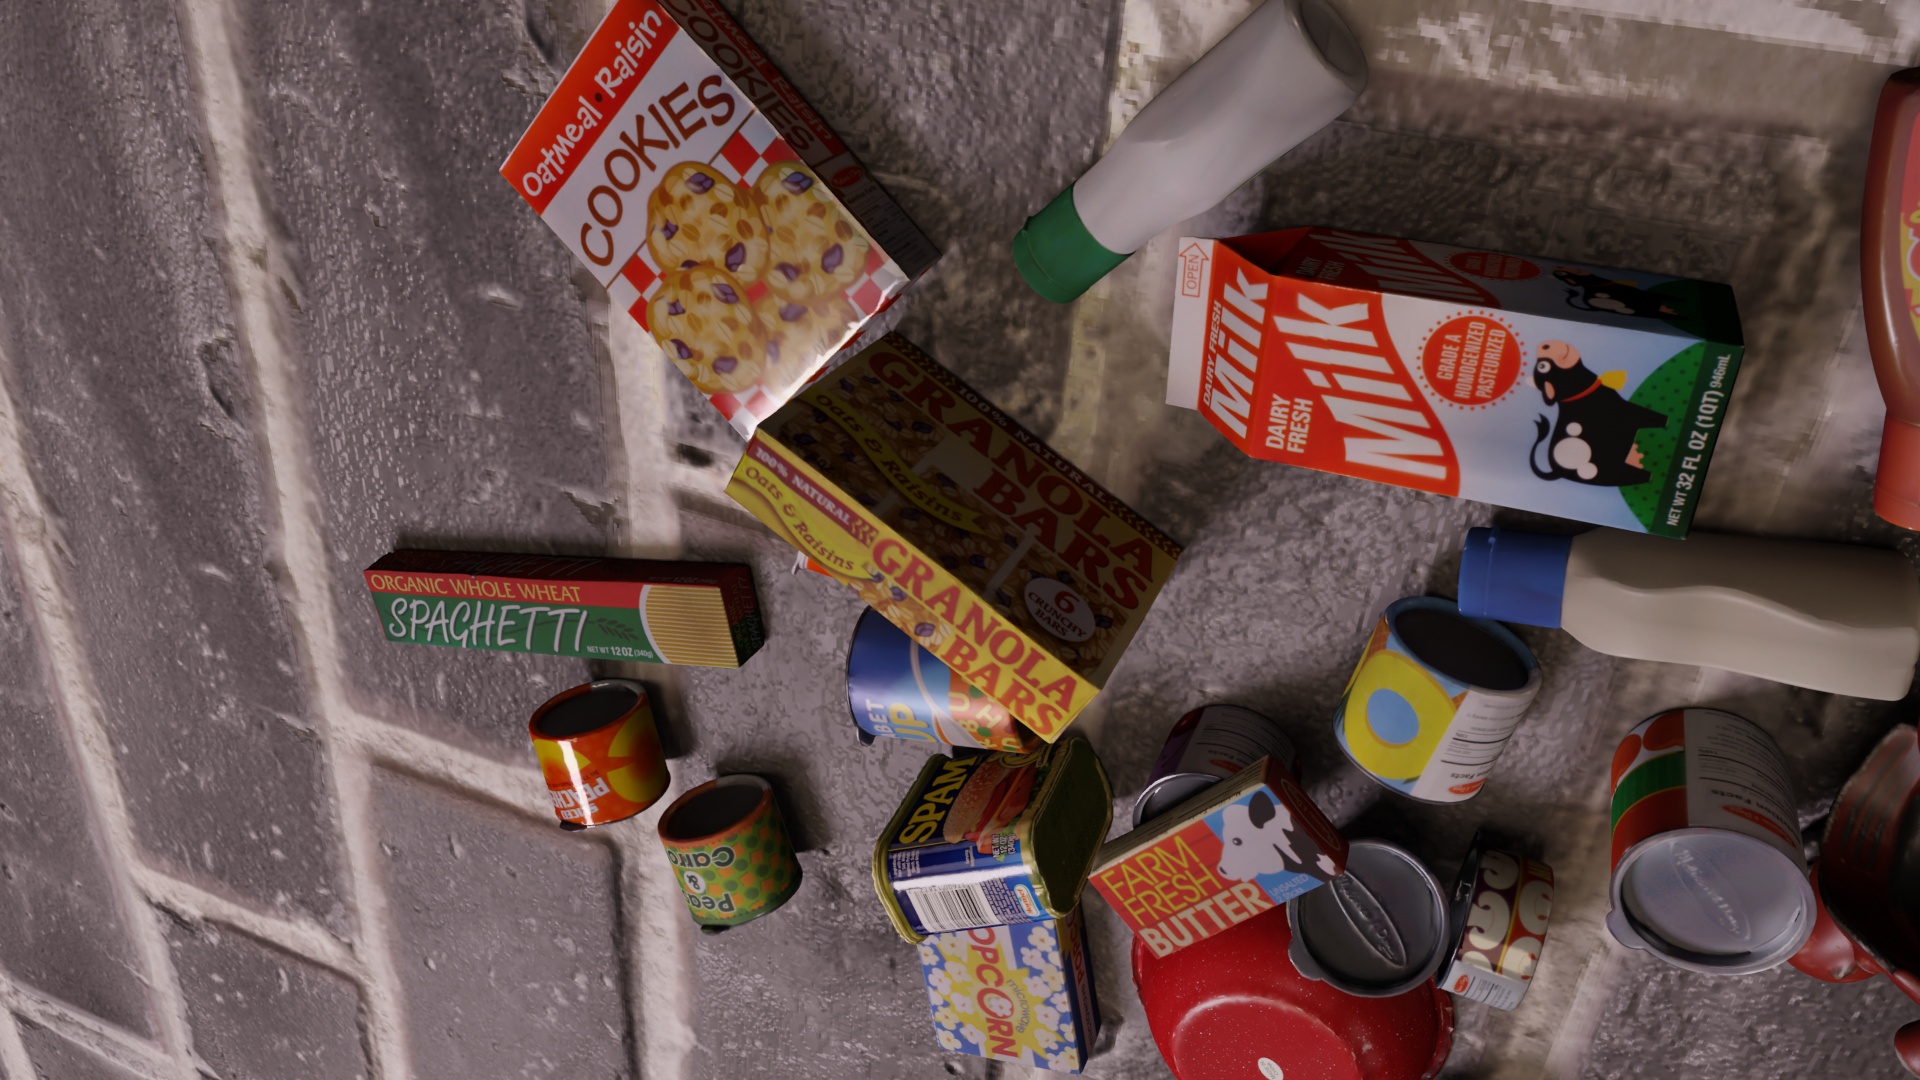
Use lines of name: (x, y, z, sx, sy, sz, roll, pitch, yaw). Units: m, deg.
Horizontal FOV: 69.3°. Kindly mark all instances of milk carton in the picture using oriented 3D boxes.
milk carton: (0.170, -0.065, 0.506, 0.191, 0.074, 0.072, 12, 120, 19)

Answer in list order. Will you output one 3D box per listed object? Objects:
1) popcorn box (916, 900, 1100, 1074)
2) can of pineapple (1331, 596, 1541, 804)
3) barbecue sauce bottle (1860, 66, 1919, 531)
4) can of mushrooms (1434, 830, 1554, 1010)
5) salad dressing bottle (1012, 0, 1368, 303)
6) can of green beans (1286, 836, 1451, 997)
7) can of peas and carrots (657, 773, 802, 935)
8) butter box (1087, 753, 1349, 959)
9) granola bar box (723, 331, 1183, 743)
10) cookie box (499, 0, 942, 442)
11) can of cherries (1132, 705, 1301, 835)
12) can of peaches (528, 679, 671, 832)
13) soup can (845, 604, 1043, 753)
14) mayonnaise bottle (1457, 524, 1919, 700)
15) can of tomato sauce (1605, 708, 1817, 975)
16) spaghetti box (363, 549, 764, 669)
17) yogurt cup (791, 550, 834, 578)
popcorn box: (0.023, 0.220, 0.742, 0.085, 0.038, 0.126, 2, 116, 25)
can of pineapple: (0.192, 0.063, 0.567, 0.071, 0.071, 0.057, 24, 122, 12)
barbecue sauce bottle: (0.324, -0.076, 0.447, 0.065, 0.044, 0.148, 2, 116, 23)
can of mushrooms: (0.231, 0.164, 0.602, 0.033, 0.071, 0.070, 16, 121, 17)
salad dressing bottle: (0.080, -0.142, 0.519, 0.044, 0.064, 0.147, 38, 136, -20)
can of green beans: (0.178, 0.164, 0.613, 0.071, 0.057, 0.071, -2, 78, 11)
can of peas and carrots: (-0.129, 0.172, 0.768, 0.071, 0.071, 0.058, -6, 112, 27)
butter box: (0.109, 0.137, 0.595, 0.103, 0.024, 0.053, -38, 96, 33)
granola bar box: (0.002, -0.007, 0.582, 0.165, 0.125, 0.039, 37, 125, 3)
cookie box: (-0.108, -0.146, 0.615, 0.167, 0.040, 0.122, 48, 124, -5)
can of cherries: (0.117, 0.119, 0.635, 0.071, 0.059, 0.071, 10, 119, 19)
can of peaches: (-0.202, 0.118, 0.775, 0.071, 0.071, 0.057, 1, 115, 25)
soup can: (-0.003, 0.066, 0.656, 0.084, 0.072, 0.071, 3, 117, 23)
mayonnaise bottle: (0.265, 0.021, 0.515, 0.148, 0.065, 0.041, 8, 122, 26)
can of tomato sauce: (0.287, 0.115, 0.538, 0.071, 0.083, 0.070, 11, 119, 20)
spaghetti box: (-0.225, 0.036, 0.768, 0.250, 0.029, 0.050, 2, 115, 24)
yogurt cup: (-0.037, -0.007, 0.639, 0.054, 0.073, 0.072, 26, 124, 1)
